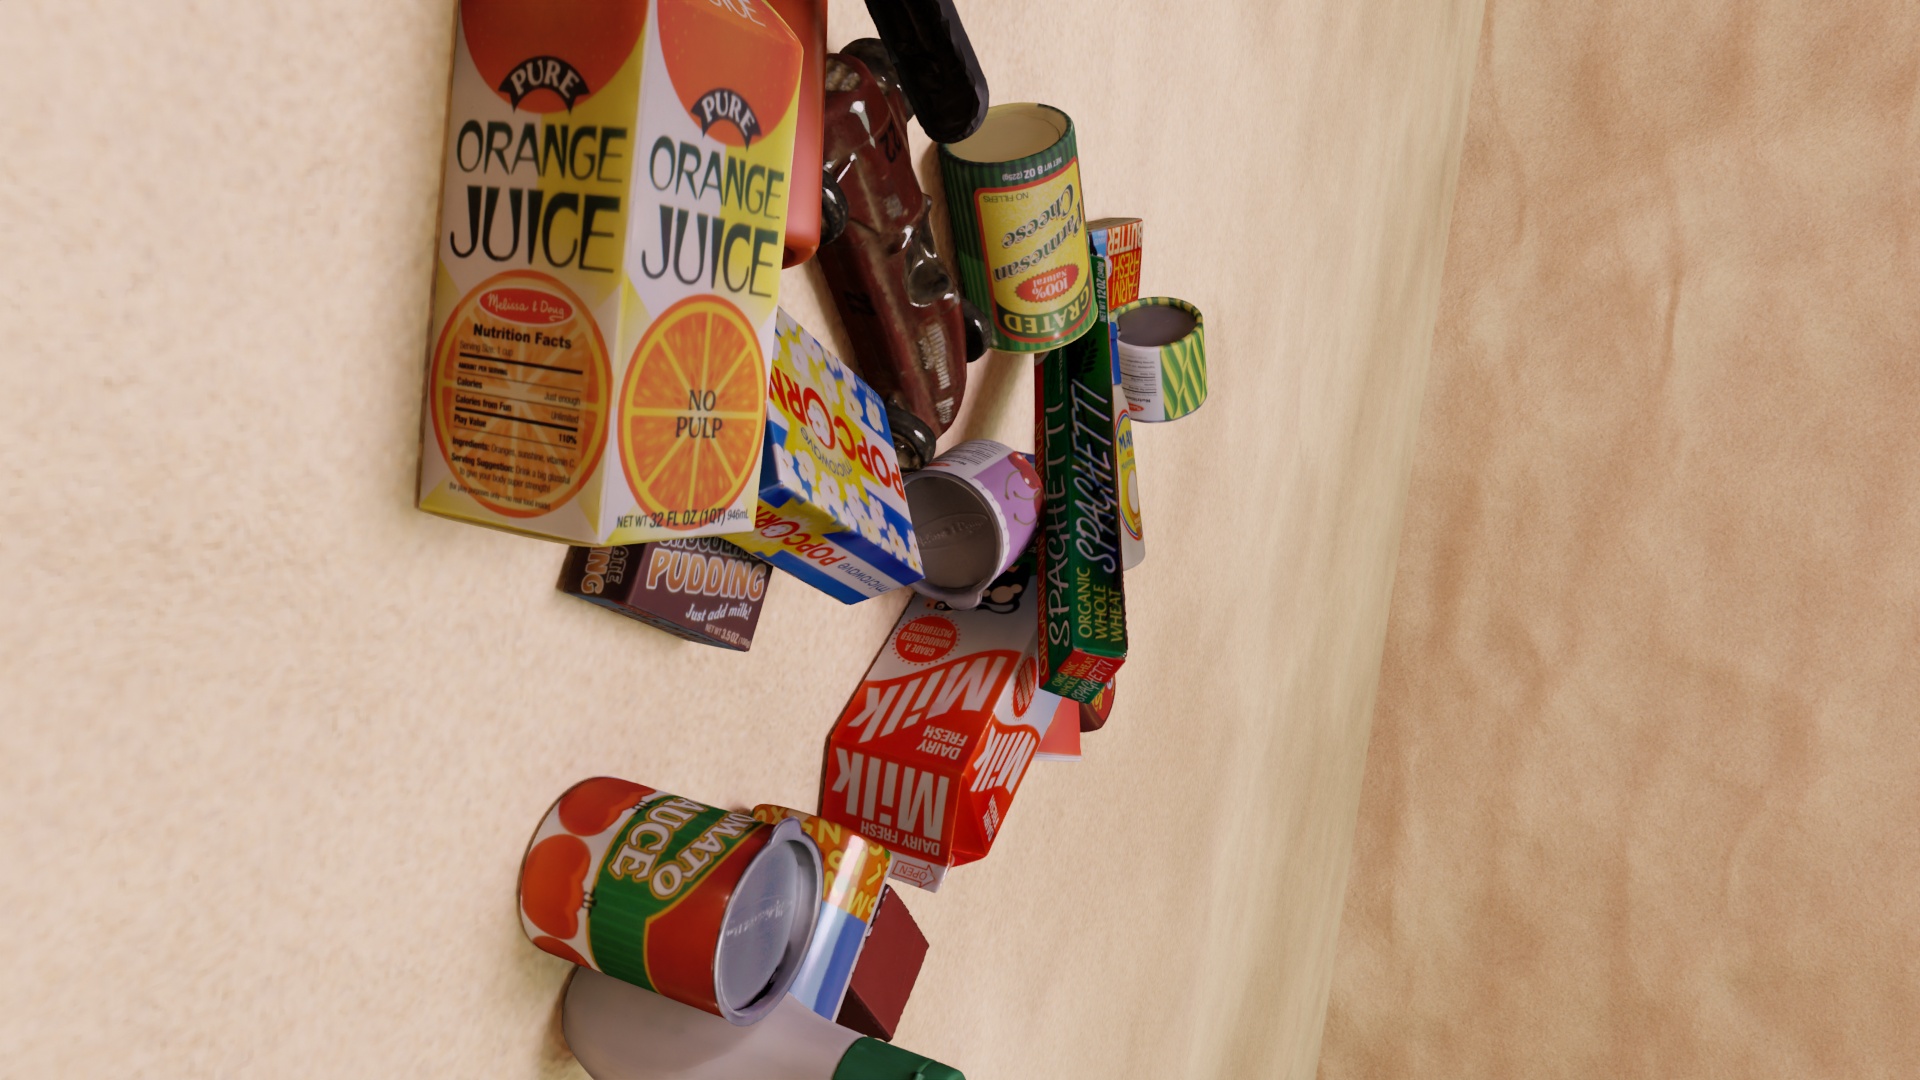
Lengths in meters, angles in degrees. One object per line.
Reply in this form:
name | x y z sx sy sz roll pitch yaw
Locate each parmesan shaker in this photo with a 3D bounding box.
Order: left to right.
parmesan shaker | 0.026 -0.151 0.679 0.072 0.071 0.102 -58 148 -40

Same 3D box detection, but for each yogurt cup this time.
yogurt cup | 0.039 0.100 0.810 0.072 0.072 0.054 19 74 -66

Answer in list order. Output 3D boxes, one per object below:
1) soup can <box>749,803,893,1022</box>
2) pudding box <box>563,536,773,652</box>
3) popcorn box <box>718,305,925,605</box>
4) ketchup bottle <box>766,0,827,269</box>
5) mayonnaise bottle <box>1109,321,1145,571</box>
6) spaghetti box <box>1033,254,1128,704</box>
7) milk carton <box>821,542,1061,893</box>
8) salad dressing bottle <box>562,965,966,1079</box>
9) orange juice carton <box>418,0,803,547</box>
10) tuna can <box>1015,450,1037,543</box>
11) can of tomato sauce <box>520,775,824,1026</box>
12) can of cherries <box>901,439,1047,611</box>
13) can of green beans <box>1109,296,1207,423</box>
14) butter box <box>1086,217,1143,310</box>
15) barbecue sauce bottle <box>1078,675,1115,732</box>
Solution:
soup can | -0.075 0.160 0.583 0.071 0.071 0.084 59 46 -56
pudding box | -0.101 0.007 0.501 0.083 0.030 0.050 38 64 -64
popcorn box | -0.061 -0.033 0.522 0.126 0.038 0.085 38 36 -63
ketchup bottle | -0.069 -0.168 0.468 0.043 0.064 0.149 4 87 -33
mayonnaise bottle | 0.083 -0.056 0.837 0.065 0.041 0.147 -23 108 -66
spaghetti box | 0.059 -0.040 0.713 0.050 0.029 0.251 121 -25 -55
milk carton | -0.003 0.088 0.699 0.191 0.072 0.073 -59 149 -38
salad dressing bottle | -0.071 0.184 0.496 0.064 0.148 0.043 -55 146 -42
orange juice carton | -0.100 -0.098 0.408 0.072 0.073 0.192 -6 105 -63
tuna can | 0.036 -0.016 0.791 0.071 0.033 0.070 -38 133 -56
can of tomato sauce | -0.100 0.122 0.485 0.071 0.083 0.071 -38 133 -56
can of cherries | 0.002 -0.009 0.678 0.058 0.071 0.071 -37 133 -58
can of green beans | 0.128 -0.119 0.911 0.071 0.071 0.057 -56 147 -41
butter box | 0.083 -0.166 0.844 0.104 0.024 0.053 -32 127 -59
barbecue sauce bottle | 0.062 0.064 0.867 0.148 0.043 0.065 61 31 -54
